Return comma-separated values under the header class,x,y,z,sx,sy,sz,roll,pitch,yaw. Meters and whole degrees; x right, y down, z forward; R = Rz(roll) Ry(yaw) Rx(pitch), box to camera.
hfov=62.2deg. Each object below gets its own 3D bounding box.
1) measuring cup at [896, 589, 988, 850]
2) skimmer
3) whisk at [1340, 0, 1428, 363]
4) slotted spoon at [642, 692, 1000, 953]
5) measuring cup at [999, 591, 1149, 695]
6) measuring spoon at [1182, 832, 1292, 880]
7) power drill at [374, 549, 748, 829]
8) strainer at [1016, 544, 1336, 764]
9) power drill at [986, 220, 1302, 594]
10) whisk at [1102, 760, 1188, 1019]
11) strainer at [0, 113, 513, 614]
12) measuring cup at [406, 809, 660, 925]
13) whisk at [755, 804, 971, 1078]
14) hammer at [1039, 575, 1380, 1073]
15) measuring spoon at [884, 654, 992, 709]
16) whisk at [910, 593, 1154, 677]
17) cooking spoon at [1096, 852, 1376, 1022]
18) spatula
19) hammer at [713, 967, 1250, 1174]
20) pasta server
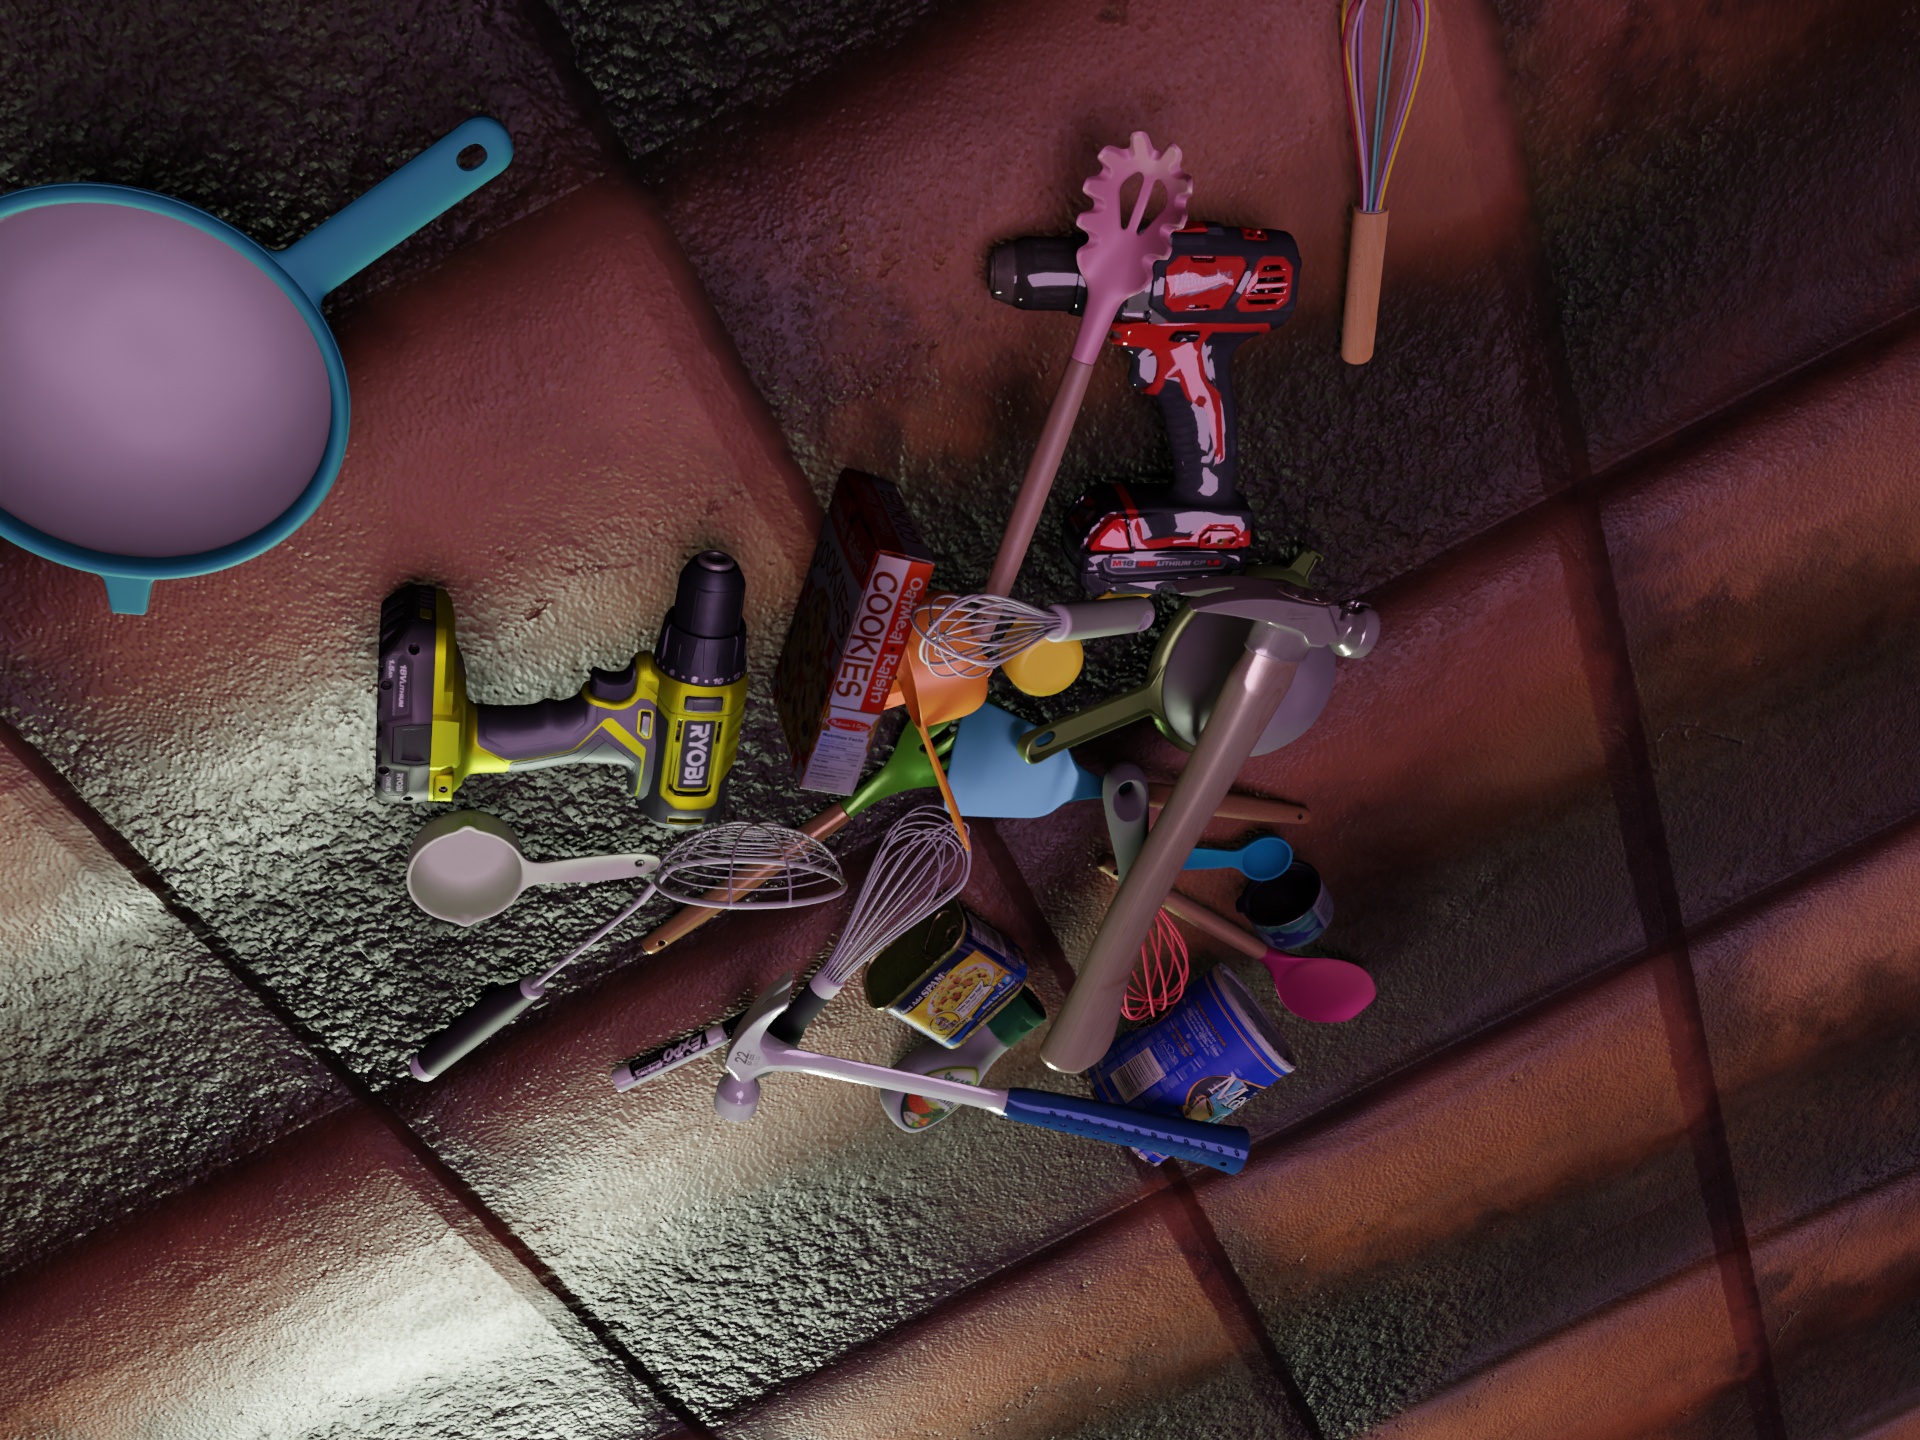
class,x,y,z,sx,sy,sz,roll,pitch,yaw
measuring cup,-0.002,-0.003,1.041,0.052,0.095,0.174,-17,80,-9
skimmer,-0.241,0.178,1.107,0.363,0.127,0.090,-36,86,18
whisk,0.250,-0.336,0.974,0.047,0.051,0.244,2,127,8
slotted spoon,-0.101,0.079,1.138,0.314,0.031,0.070,-34,121,9
measuring cup,0.099,-0.070,1.097,0.156,0.029,0.062,-32,124,5
measuring spoon,0.194,0.102,1.243,0.128,0.021,0.042,2,121,-6
power drill,-0.247,-0.023,1.005,0.228,0.080,0.190,2,122,-20
strainer,0.164,-0.011,1.094,0.256,0.069,0.151,-21,126,-20
power drill,0.107,-0.197,0.994,0.188,0.080,0.226,-1,117,-7
whisk,0.131,0.130,1.181,0.073,0.073,0.295,-17,136,-5
strainer,-0.380,-0.222,0.835,0.340,0.095,0.210,-33,126,4
measuring cup,-0.292,0.094,1.090,0.167,0.038,0.083,-2,122,-21
whisk,-0.081,0.174,1.186,0.070,0.070,0.284,25,116,-27
hammer,0.135,0.086,1.090,0.146,0.038,0.410,7,121,-27
measuring spoon,-0.034,-0.025,1.103,0.117,0.011,0.021,-16,120,-1
whisk,0.054,-0.061,0.993,0.246,0.059,0.057,-10,135,-53
cooking spoon,0.227,0.177,1.293,0.318,0.017,0.068,31,114,-29
spatula,0.136,0.050,1.167,0.317,0.044,0.082,10,95,-33
hammer,0.024,0.284,1.205,0.405,0.035,0.144,13,125,-8
pasta server,0.061,-0.186,0.940,0.060,0.040,0.316,23,114,6
